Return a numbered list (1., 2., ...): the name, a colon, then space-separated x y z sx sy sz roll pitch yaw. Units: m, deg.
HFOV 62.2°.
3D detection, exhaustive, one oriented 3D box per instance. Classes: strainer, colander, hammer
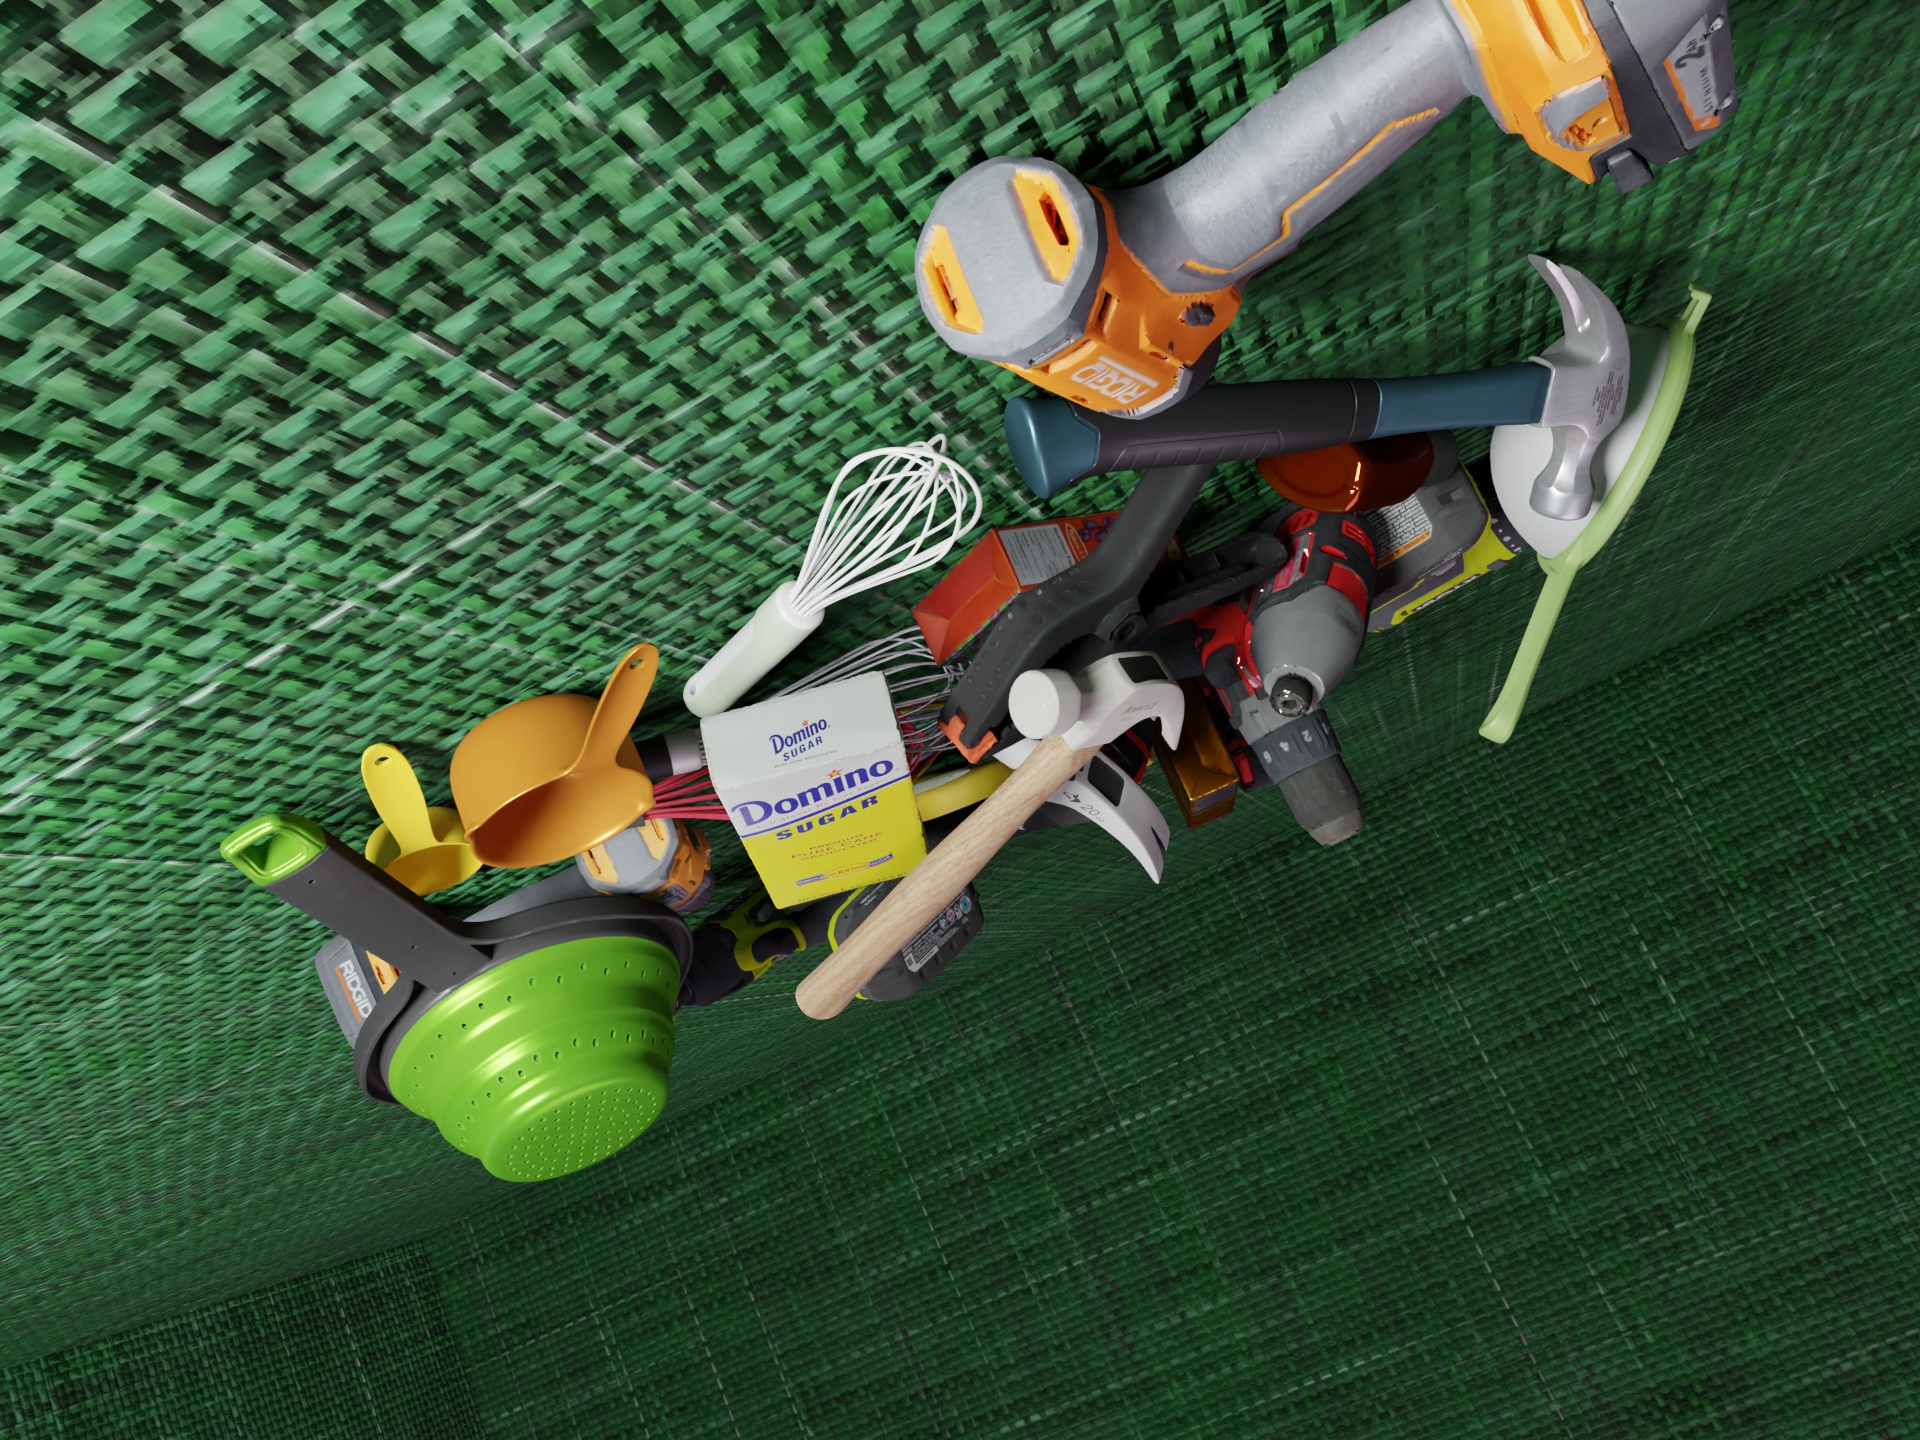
1. strainer: 0.311 -0.113 0.862 0.151 0.069 0.256 99 16 -77
2. colander: -0.253 0.162 0.849 0.204 0.095 0.396 -31 150 -3
3. hammer: 0.171 -0.137 0.715 0.331 0.033 0.128 -10 122 -23
4. hammer: -0.016 0.079 1.003 0.146 0.035 0.335 35 146 -25
5. hammer: 0.002 0.071 0.843 0.130 0.031 0.331 -10 151 -43

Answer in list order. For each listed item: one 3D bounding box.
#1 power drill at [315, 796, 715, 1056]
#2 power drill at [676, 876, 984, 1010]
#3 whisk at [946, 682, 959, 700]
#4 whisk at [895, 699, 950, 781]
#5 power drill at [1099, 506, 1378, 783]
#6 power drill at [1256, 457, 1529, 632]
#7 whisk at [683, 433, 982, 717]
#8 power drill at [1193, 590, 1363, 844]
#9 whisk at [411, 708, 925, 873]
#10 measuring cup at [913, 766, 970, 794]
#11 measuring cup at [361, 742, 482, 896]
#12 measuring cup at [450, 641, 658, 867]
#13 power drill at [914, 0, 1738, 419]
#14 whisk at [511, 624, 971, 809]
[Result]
1. power drill: -0.260 0.129 1.000 0.226 0.084 0.185 -28 167 -4
2. power drill: -0.110 0.160 1.194 0.223 0.080 0.171 -13 -163 38
3. whisk: 0.049 -0.005 1.087 0.055 0.055 0.239 -29 170 21
4. whisk: 0.000 -0.002 0.941 0.051 0.047 0.245 -20 177 -36
5. power drill: 0.136 -0.029 0.912 0.219 0.078 0.143 -28 -151 41
6. power drill: 0.300 -0.122 1.009 0.190 0.080 0.228 -32 167 31
7. whisk: -0.069 -0.055 0.709 0.059 0.058 0.246 23 146 -24
8. power drill: 0.218 0.000 1.103 0.080 0.188 0.226 -27 170 6
9. whisk: -0.161 0.043 0.894 0.296 0.073 0.073 -14 164 -12
10. measuring cup: -0.063 0.040 1.085 0.167 0.038 0.083 -16 164 -39
11. measuring cup: -0.272 0.042 0.778 0.062 0.029 0.156 -18 154 -17
12. measuring cup: -0.177 0.002 0.723 0.095 0.052 0.173 -9 149 -38
13. power drill: 0.115 -0.171 0.504 0.226 0.084 0.164 -26 168 25
14. whisk: -0.115 0.009 0.837 0.284 0.070 0.070 -15 164 -15
